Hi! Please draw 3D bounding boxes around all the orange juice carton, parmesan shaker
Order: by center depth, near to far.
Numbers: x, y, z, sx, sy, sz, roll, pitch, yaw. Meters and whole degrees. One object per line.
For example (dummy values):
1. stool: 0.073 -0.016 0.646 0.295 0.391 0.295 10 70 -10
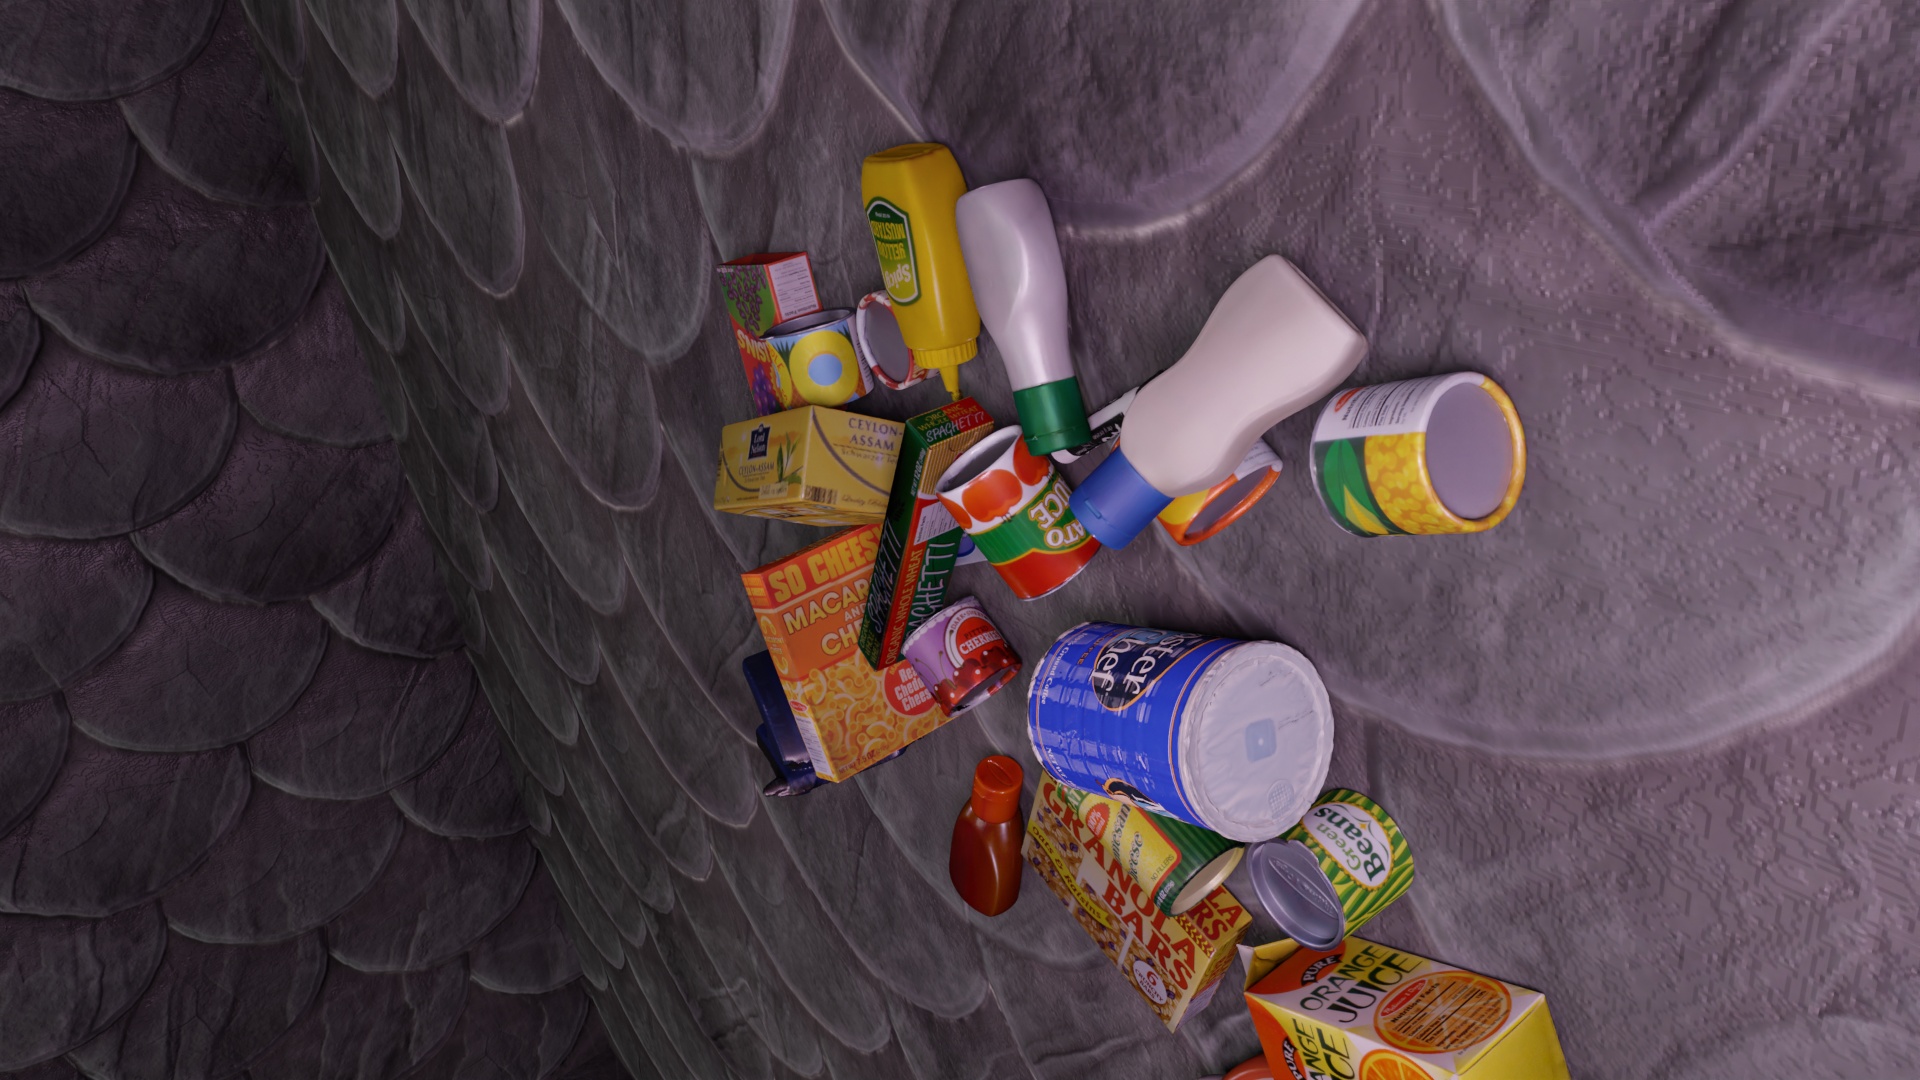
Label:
1. orange juice carton: 0.223 0.270 0.750 0.192 0.073 0.071 -3 110 60
2. parmesan shaker: 0.117 0.170 0.855 0.103 0.071 0.071 46 146 30

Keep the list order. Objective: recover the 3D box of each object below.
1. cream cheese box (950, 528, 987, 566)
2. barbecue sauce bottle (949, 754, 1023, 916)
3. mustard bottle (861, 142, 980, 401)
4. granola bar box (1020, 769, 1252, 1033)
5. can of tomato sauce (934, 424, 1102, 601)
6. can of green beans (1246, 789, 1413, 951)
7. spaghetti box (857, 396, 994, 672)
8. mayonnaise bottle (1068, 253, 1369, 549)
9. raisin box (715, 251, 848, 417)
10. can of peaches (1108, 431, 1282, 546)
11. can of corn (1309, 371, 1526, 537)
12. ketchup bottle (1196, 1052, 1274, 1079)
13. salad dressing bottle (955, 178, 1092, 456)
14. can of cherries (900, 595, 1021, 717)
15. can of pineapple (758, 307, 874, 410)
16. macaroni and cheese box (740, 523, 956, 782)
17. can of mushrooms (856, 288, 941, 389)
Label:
1. cream cheese box: 0.003 -0.012 0.944 0.103 0.024 0.053 -12 102 61
2. barbecue sauce bottle: 0.023 0.227 1.078 0.065 0.044 0.147 43 144 34
3. mustard bottle: -0.017 -0.156 0.840 0.065 0.049 0.159 21 129 54
4. granola bar box: 0.114 0.231 0.936 0.166 0.039 0.123 46 147 30
5. can of tomato sauce: 0.036 -0.018 0.818 0.083 0.071 0.071 51 155 -17
6. can of green beans: 0.196 0.174 0.736 0.071 0.058 0.071 39 142 39
7. spaghetti box: -0.028 0.004 0.927 0.029 0.050 0.248 52 149 26
8. mayonnaise bottle: 0.111 -0.058 0.635 0.147 0.041 0.065 -46 69 21
9. raisin box: -0.134 -0.153 1.046 0.086 0.040 0.123 14 122 54
10. can of peaches: 0.116 -0.037 0.694 0.058 0.071 0.071 52 149 19
11. can of corn: 0.191 -0.033 0.577 0.058 0.071 0.071 -3 109 59
12. ketchup bottle: 0.198 0.362 0.895 0.065 0.044 0.148 60 151 9
13. salad dressing bottle: 0.037 -0.121 0.764 0.064 0.044 0.147 -6 100 62
14. can of cherries: 0.002 0.082 0.976 0.058 0.072 0.071 55 150 17
15. can of pineapple: -0.101 -0.127 0.980 0.071 0.071 0.057 14 124 54
16. macaroni and cheese box: -0.079 0.079 1.046 0.040 0.124 0.166 -3 109 58
17. can of mushrooms: -0.036 -0.134 0.905 0.071 0.033 0.070 38 141 40
